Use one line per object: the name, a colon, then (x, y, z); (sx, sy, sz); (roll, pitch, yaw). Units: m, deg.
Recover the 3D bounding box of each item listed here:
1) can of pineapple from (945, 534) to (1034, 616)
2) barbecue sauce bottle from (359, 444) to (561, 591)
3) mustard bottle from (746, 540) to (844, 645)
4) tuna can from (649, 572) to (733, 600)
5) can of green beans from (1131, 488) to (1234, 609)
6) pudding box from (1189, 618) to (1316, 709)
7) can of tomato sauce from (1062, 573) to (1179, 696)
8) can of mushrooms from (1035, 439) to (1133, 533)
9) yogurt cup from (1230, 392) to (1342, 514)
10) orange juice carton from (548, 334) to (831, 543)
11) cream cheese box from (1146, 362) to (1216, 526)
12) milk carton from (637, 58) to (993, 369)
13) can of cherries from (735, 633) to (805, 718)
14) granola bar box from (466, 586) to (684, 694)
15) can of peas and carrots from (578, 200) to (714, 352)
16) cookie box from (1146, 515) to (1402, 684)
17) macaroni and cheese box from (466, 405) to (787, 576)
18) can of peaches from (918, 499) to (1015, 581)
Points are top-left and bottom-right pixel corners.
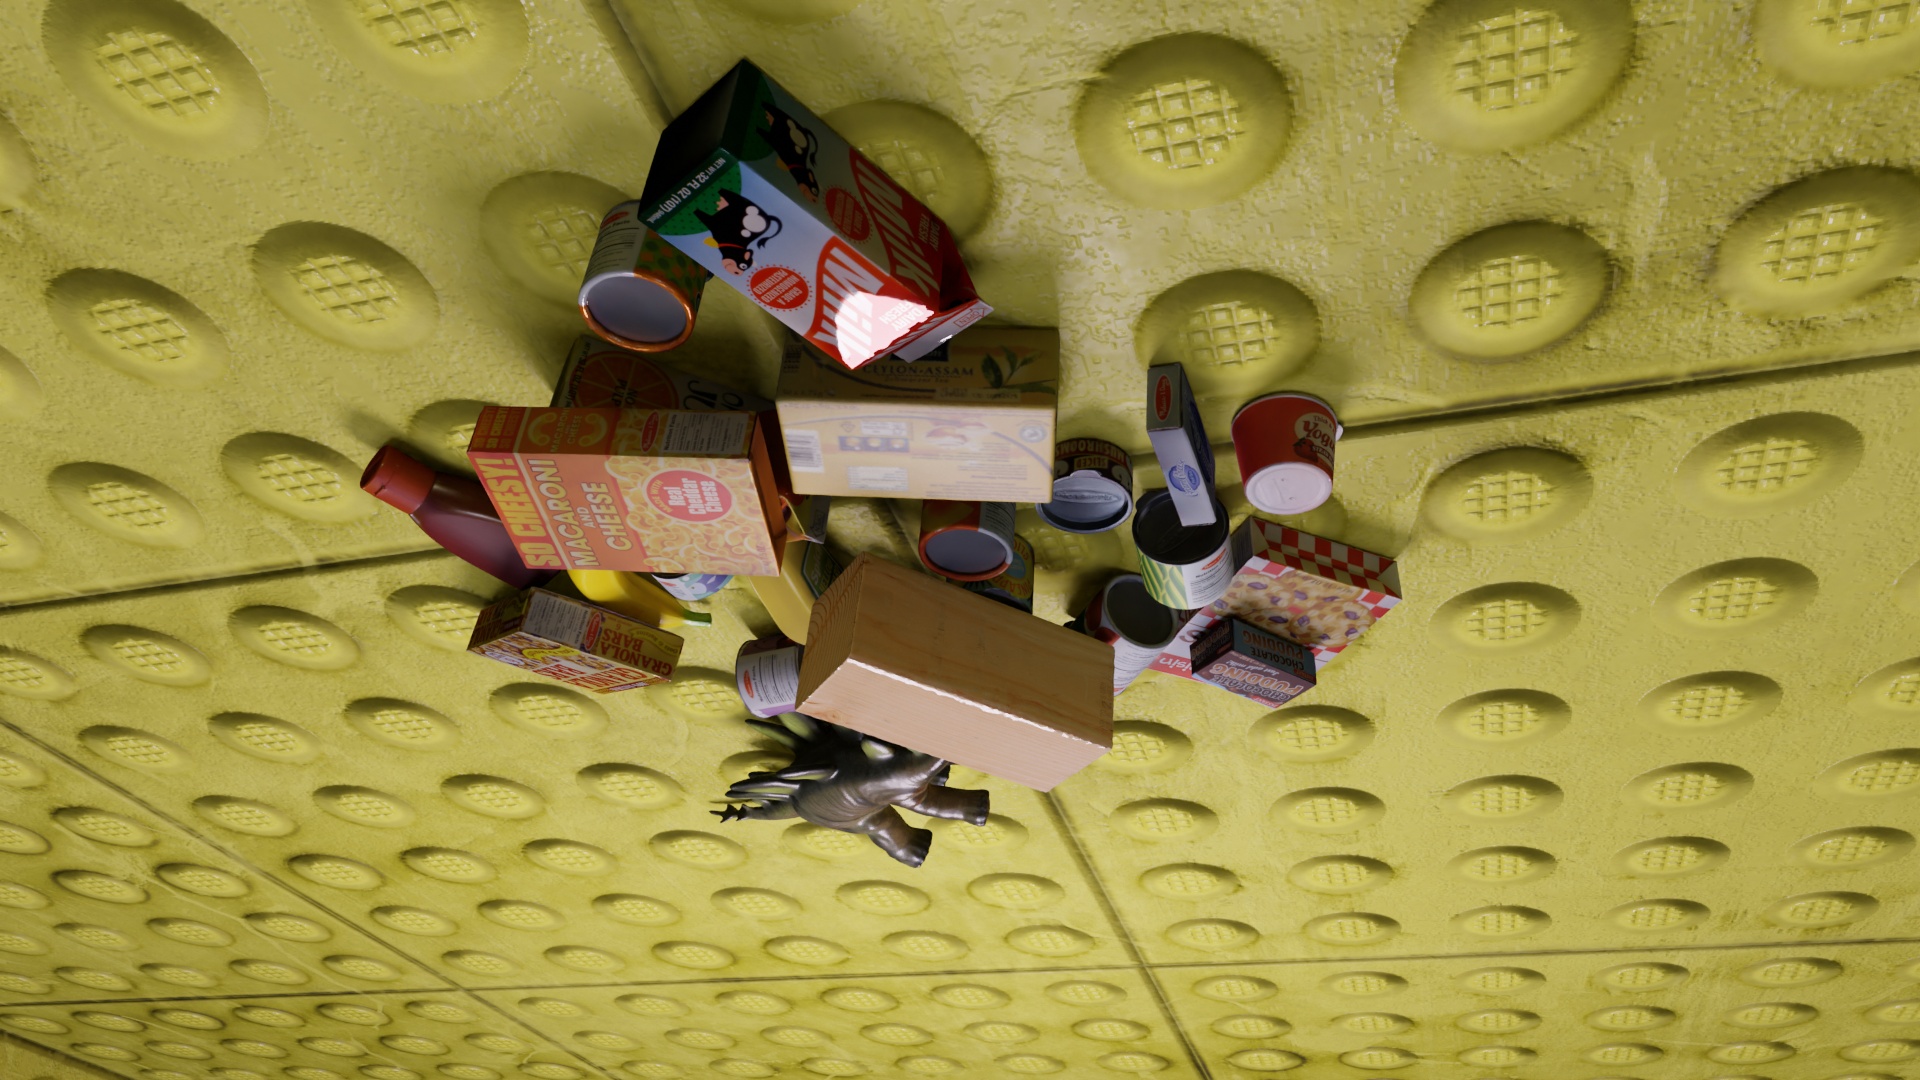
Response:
can of pineapple: (0.022, 0.032, 1.024); (0.071, 0.058, 0.070); (3, 144, 2)
barbecue sauce bottle: (-0.359, -0.017, 1.011); (0.064, 0.044, 0.148); (-34, 130, 29)
mustard bottle: (-0.129, 0.012, 1.010); (0.049, 0.065, 0.159); (-8, 139, 22)
tuna can: (-0.192, 0.006, 1.009); (0.071, 0.071, 0.032); (-9, 143, 18)
can of green beans: (0.155, 0.006, 0.965); (0.071, 0.071, 0.057); (-4, 144, 12)
pudding box: (0.218, 0.093, 1.039); (0.084, 0.030, 0.049); (23, 140, -23)
can of tomato sauce: (0.119, 0.072, 1.064); (0.071, 0.071, 0.082); (16, 142, -15)
can of mushrooms: (0.084, -0.038, 0.941); (0.071, 0.033, 0.070); (4, 144, 3)
yogurt cup: (0.208, -0.053, 0.888); (0.072, 0.054, 0.072); (4, 144, 3)
orange juice carton: (-0.174, -0.056, 0.912); (0.193, 0.072, 0.072); (19, 142, -19)
cream cheese box: (0.142, -0.060, 0.887); (0.024, 0.053, 0.103); (-7, 143, 19)
milk carton: (-0.071, -0.161, 0.754); (0.072, 0.074, 0.190); (-27, 134, 36)
can of cherries: (-0.142, 0.108, 1.144); (0.058, 0.072, 0.071); (-14, 140, 23)
granola bar box: (-0.308, 0.082, 1.103); (0.124, 0.039, 0.165); (23, 160, -27)
can of peas and carrots: (-0.178, -0.149, 0.795); (0.071, 0.059, 0.070); (3, 144, 3)
cookie box: (0.231, 0.056, 1.051); (0.123, 0.040, 0.166); (16, 142, -15)
macaroni and cheese box: (-0.199, -0.029, 0.854); (0.166, 0.040, 0.123); (2, 144, 4)
can of peaches: (0.003, -0.012, 0.965); (0.071, 0.058, 0.071); (3, 144, 2)
